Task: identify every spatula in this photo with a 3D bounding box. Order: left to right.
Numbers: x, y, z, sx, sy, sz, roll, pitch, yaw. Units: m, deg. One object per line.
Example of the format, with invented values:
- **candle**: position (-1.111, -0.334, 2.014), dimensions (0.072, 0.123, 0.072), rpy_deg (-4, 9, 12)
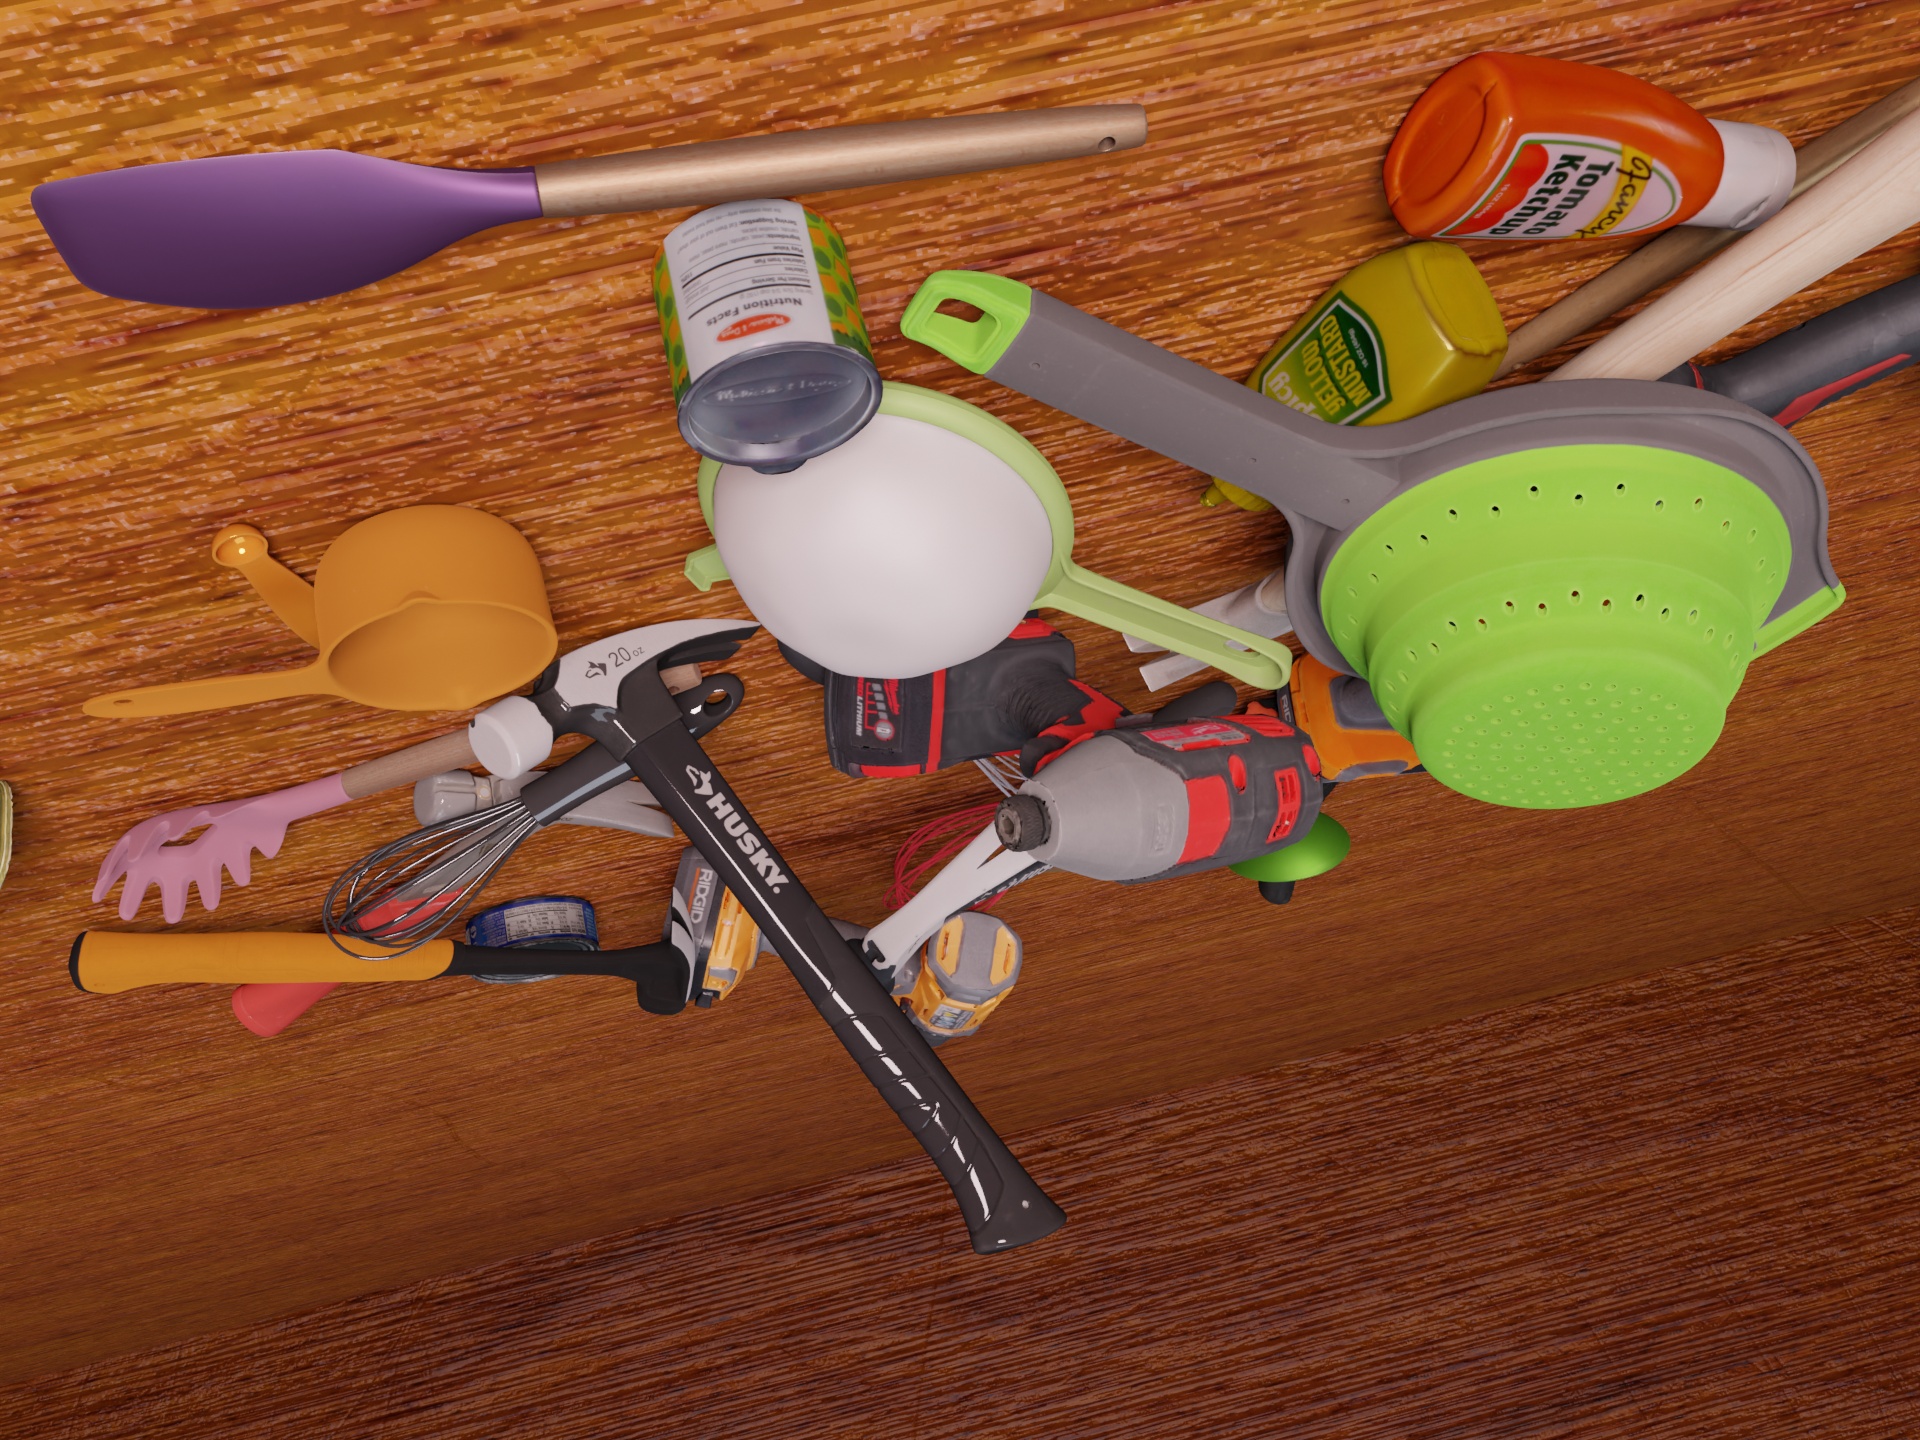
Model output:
- **spatula**: position (-0.098, -0.157, 0.468), dimensions (0.316, 0.018, 0.059), rpy_deg (-10, 155, -8)

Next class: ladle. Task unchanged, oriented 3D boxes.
- **ladle**: position (0.333, -0.203, 0.580), dimensions (0.078, 0.062, 0.320), rpy_deg (6, 153, -43)

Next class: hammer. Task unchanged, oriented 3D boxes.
- **hammer**: position (-0.321, 0.133, 0.900), dimensions (0.336, 0.034, 0.127), rpy_deg (2, 150, -11)
- **hammer**: position (-0.332, 0.117, 0.957), dimensions (0.149, 0.037, 0.359), rpy_deg (10, 147, -45)
- **hammer**: position (-0.063, 0.099, 0.715), dimensions (0.146, 0.335, 0.035), rpy_deg (-37, 179, -44)
- **hammer**: position (0.082, 0.064, 0.924), dimensions (0.149, 0.036, 0.409), rpy_deg (-44, 165, 30)
- **hammer**: position (0.222, -0.115, 0.640), dimensions (0.146, 0.038, 0.410), rpy_deg (-21, 170, -33)

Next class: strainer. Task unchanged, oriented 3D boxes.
- **strainer**: position (0.015, -0.040, 0.627), dimensions (0.256, 0.069, 0.151), rpy_deg (19, 147, -13)

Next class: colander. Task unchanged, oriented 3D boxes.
- **colander**: position (0.157, -0.054, 0.589), dimensions (0.396, 0.095, 0.204), rpy_deg (19, 146, -20)

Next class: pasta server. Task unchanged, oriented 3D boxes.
- **pasta server**: position (-0.276, 0.030, 0.782), dimensions (0.316, 0.040, 0.060), rpy_deg (-18, 147, 5)

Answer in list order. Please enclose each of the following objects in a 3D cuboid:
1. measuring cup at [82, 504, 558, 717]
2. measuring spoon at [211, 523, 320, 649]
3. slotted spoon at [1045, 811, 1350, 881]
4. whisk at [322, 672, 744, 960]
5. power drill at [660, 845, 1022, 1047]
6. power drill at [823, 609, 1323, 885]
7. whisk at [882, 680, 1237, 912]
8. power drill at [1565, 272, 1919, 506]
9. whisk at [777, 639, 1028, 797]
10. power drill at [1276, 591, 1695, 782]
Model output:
- **measuring cup**: position (-0.246, -0.038, 0.614), dimensions (0.173, 0.052, 0.095), rpy_deg (-10, 158, -10)
- **measuring spoon**: position (-0.265, -0.051, 0.633), dimensions (0.021, 0.011, 0.116), rpy_deg (-26, 162, -6)
- **slotted spoon**: position (0.128, 0.089, 1.074), dimensions (0.070, 0.031, 0.314), rpy_deg (-41, -162, -35)
- **whisk**: position (-0.210, 0.045, 0.793), dimensions (0.239, 0.055, 0.055), rpy_deg (-32, 157, -1)
- **power drill**: position (-0.085, 0.164, 1.066), dimensions (0.226, 0.084, 0.185), rpy_deg (13, 153, -6)
- **power drill**: position (0.034, 0.009, 0.693), dimensions (0.143, 0.078, 0.220), rpy_deg (-8, -159, -32)
- **whisk**: position (0.059, 0.057, 1.035), dimensions (0.296, 0.073, 0.073), rpy_deg (-35, 151, 28)
- **power drill**: position (0.392, -0.145, 0.733), dimensions (0.226, 0.080, 0.187), rpy_deg (-20, 158, 21)
- **whisk**: position (-0.001, -0.004, 0.857), dimensions (0.070, 0.070, 0.284), rpy_deg (-26, 150, 27)
- **power drill**: position (0.287, -0.030, 0.884), dimensions (0.164, 0.084, 0.226), rpy_deg (-5, 166, -13)
